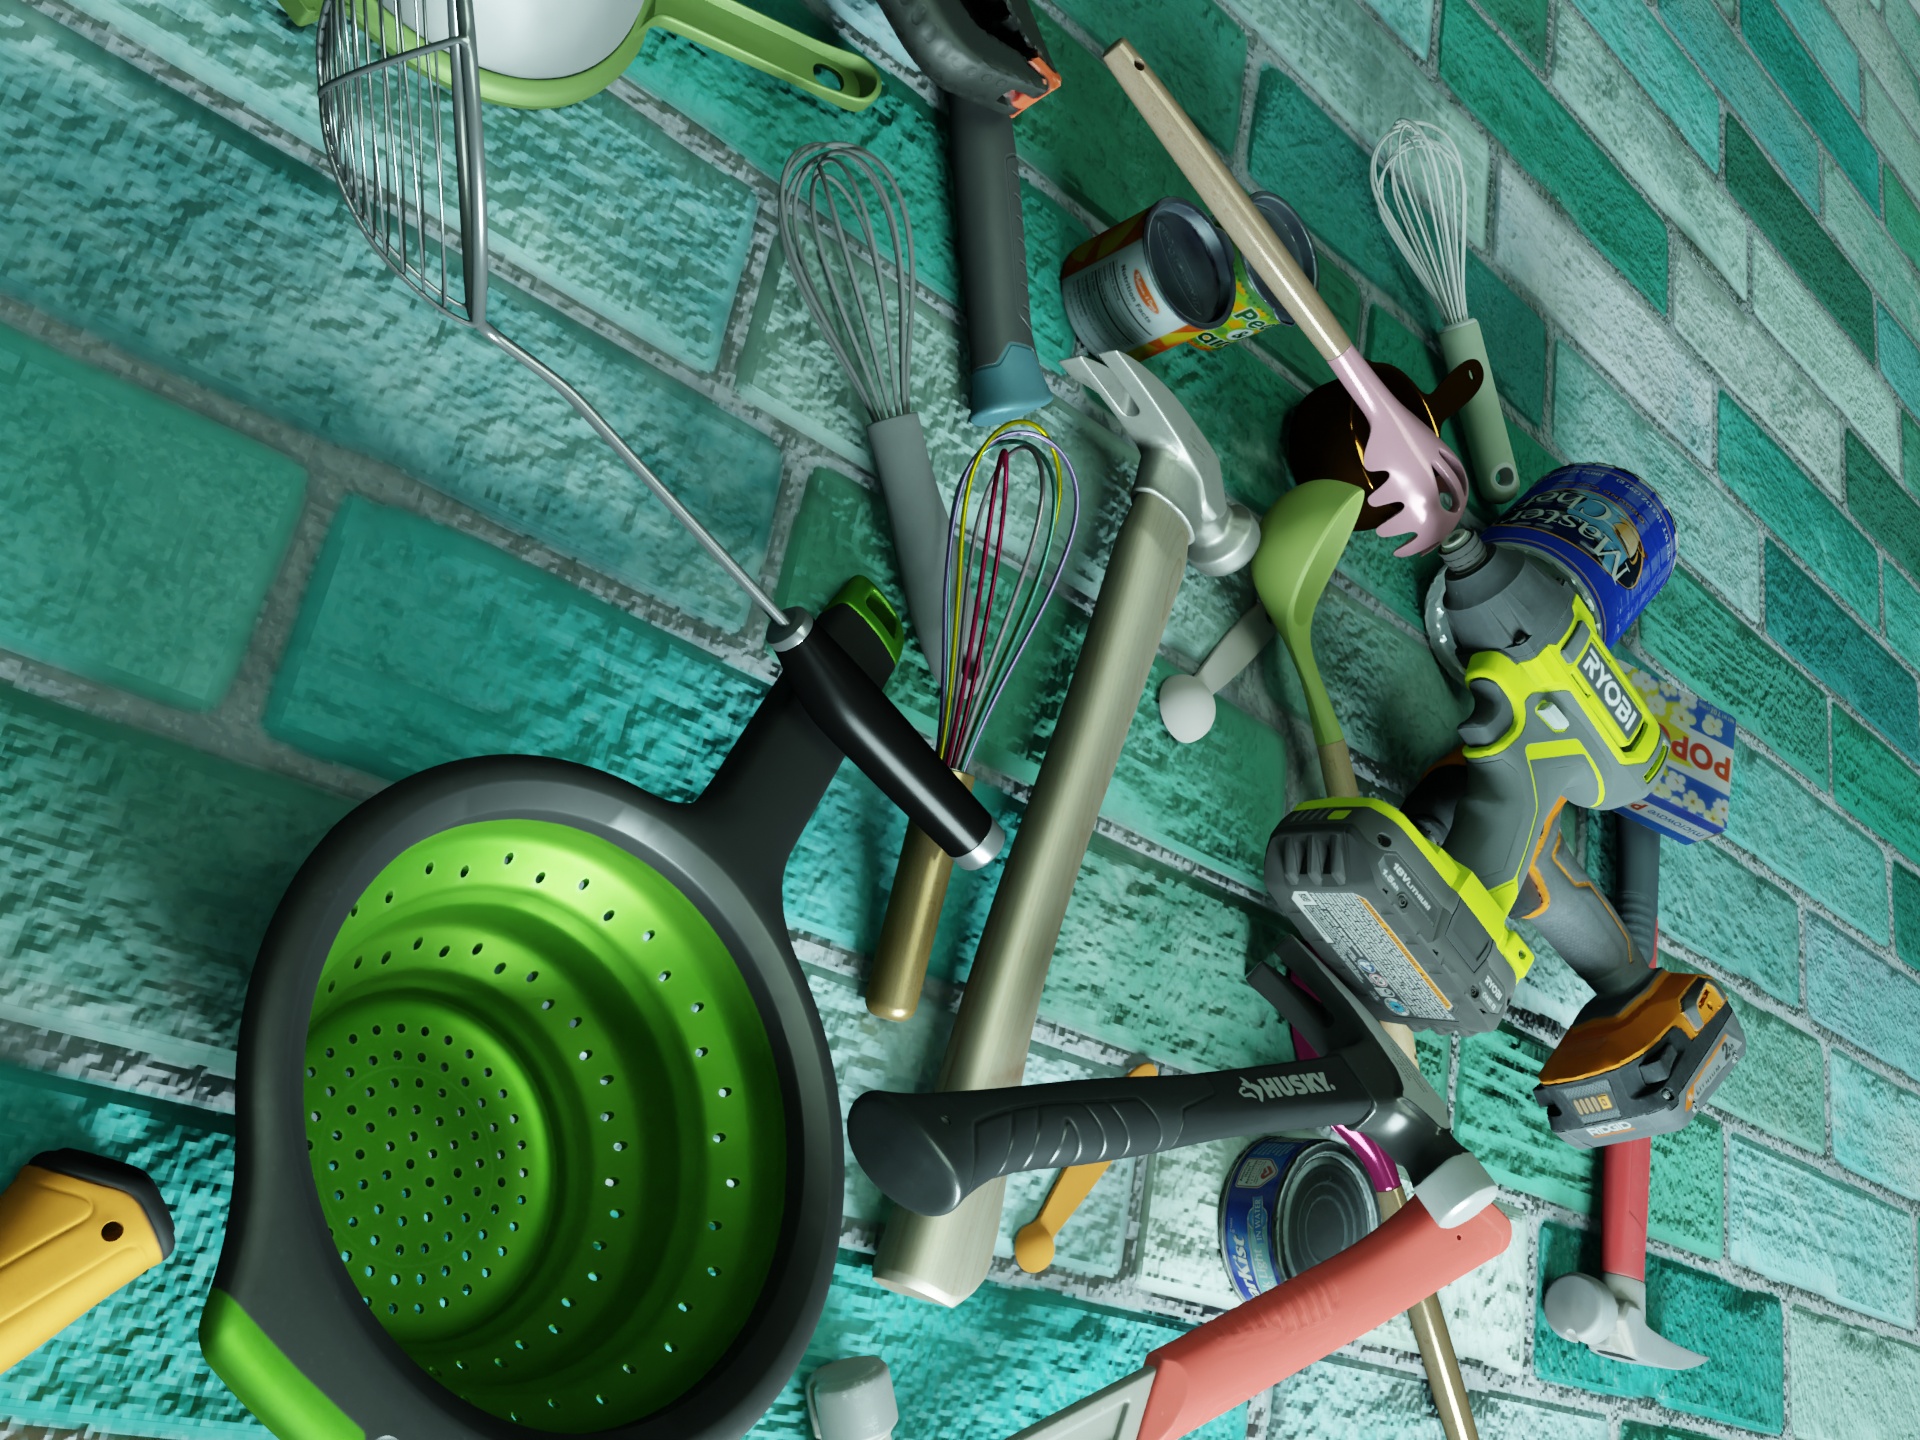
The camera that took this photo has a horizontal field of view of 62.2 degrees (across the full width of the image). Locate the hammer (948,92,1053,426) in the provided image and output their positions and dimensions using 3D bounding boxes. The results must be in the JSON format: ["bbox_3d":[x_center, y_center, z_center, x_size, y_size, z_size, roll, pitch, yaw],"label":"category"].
[{"bbox_3d":[0.009,-0.297,0.741,0.128,0.033,0.331,2,79,-42],"label":"hammer"}]

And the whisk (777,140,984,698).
[{"bbox_3d":[-0.027,-0.125,0.667,0.055,0.055,0.239,-20,98,-42],"label":"whisk"}]

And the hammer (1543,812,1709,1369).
[{"bbox_3d":[0.430,0.200,1.002,0.143,0.038,0.387,30,62,-35],"label":"hammer"}]

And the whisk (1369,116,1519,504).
[{"bbox_3d":[0.307,-0.254,0.993,0.058,0.059,0.246,-19,99,-6],"label":"whisk"}]

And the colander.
[{"bbox_3d":[-0.113,0.074,0.527,0.204,0.094,0.397,52,34,-20],"label":"colander"}]

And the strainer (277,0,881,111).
[{"bbox_3d":[-0.122,-0.297,0.600,0.256,0.069,0.151,10,74,-38],"label":"strainer"}]

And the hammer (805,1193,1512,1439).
[{"bbox_3d":[0.106,0.280,0.663,0.359,0.037,0.149,-12,88,-33],"label":"hammer"}]

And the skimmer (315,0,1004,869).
[{"bbox_3d":[-0.072,-0.091,0.523,0.090,0.127,0.363,-41,118,0],"label":"skimmer"}]

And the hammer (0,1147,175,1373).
[{"bbox_3d":[-0.327,0.206,0.330,0.337,0.034,0.127,-32,102,-41],"label":"hammer"}]

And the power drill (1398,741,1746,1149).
[{"bbox_3d":[0.329,0.117,0.887,0.164,0.084,0.226,-24,84,-41],"label":"power drill"}]

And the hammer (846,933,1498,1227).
[{"bbox_3d":[0.088,0.153,0.644,0.334,0.035,0.146,8,39,-44],"label":"hammer"}]

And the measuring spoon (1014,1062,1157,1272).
[{"bbox_3d":[0.059,0.192,0.691,0.117,0.011,0.021,-47,111,-38],"label":"measuring spoon"}]

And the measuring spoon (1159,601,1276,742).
[{"bbox_3d":[0.139,-0.031,0.807,0.124,0.018,0.034,-43,109,-40],"label":"measuring spoon"}]

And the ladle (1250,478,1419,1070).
[{"bbox_3d":[0.209,0.034,0.824,0.078,0.062,0.320,-24,101,-62],"label":"ladle"}]

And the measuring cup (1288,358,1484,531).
[{"bbox_3d":[0.247,-0.169,0.913,0.173,0.052,0.095,-38,106,-42],"label":"measuring cup"}]

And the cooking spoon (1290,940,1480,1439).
[{"bbox_3d":[0.228,0.264,0.820,0.068,0.017,0.319,-18,92,-42],"label":"cooking spoon"}]

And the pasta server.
[{"bbox_3d":[0.166,-0.201,0.786,0.316,0.040,0.060,45,62,-24],"label":"pasta server"}]

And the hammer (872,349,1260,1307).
[{"bbox_3d":[0.038,0.035,0.678,0.146,0.038,0.411,43,56,-41],"label":"hammer"}]

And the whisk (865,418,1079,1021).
[{"bbox_3d":[-0.003,-0.003,0.633,0.047,0.051,0.245,27,76,-71],"label":"whisk"}]

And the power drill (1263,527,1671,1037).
[{"bbox_3d":[0.251,0.027,0.786,0.171,0.080,0.223,49,62,-18],"label":"power drill"}]
